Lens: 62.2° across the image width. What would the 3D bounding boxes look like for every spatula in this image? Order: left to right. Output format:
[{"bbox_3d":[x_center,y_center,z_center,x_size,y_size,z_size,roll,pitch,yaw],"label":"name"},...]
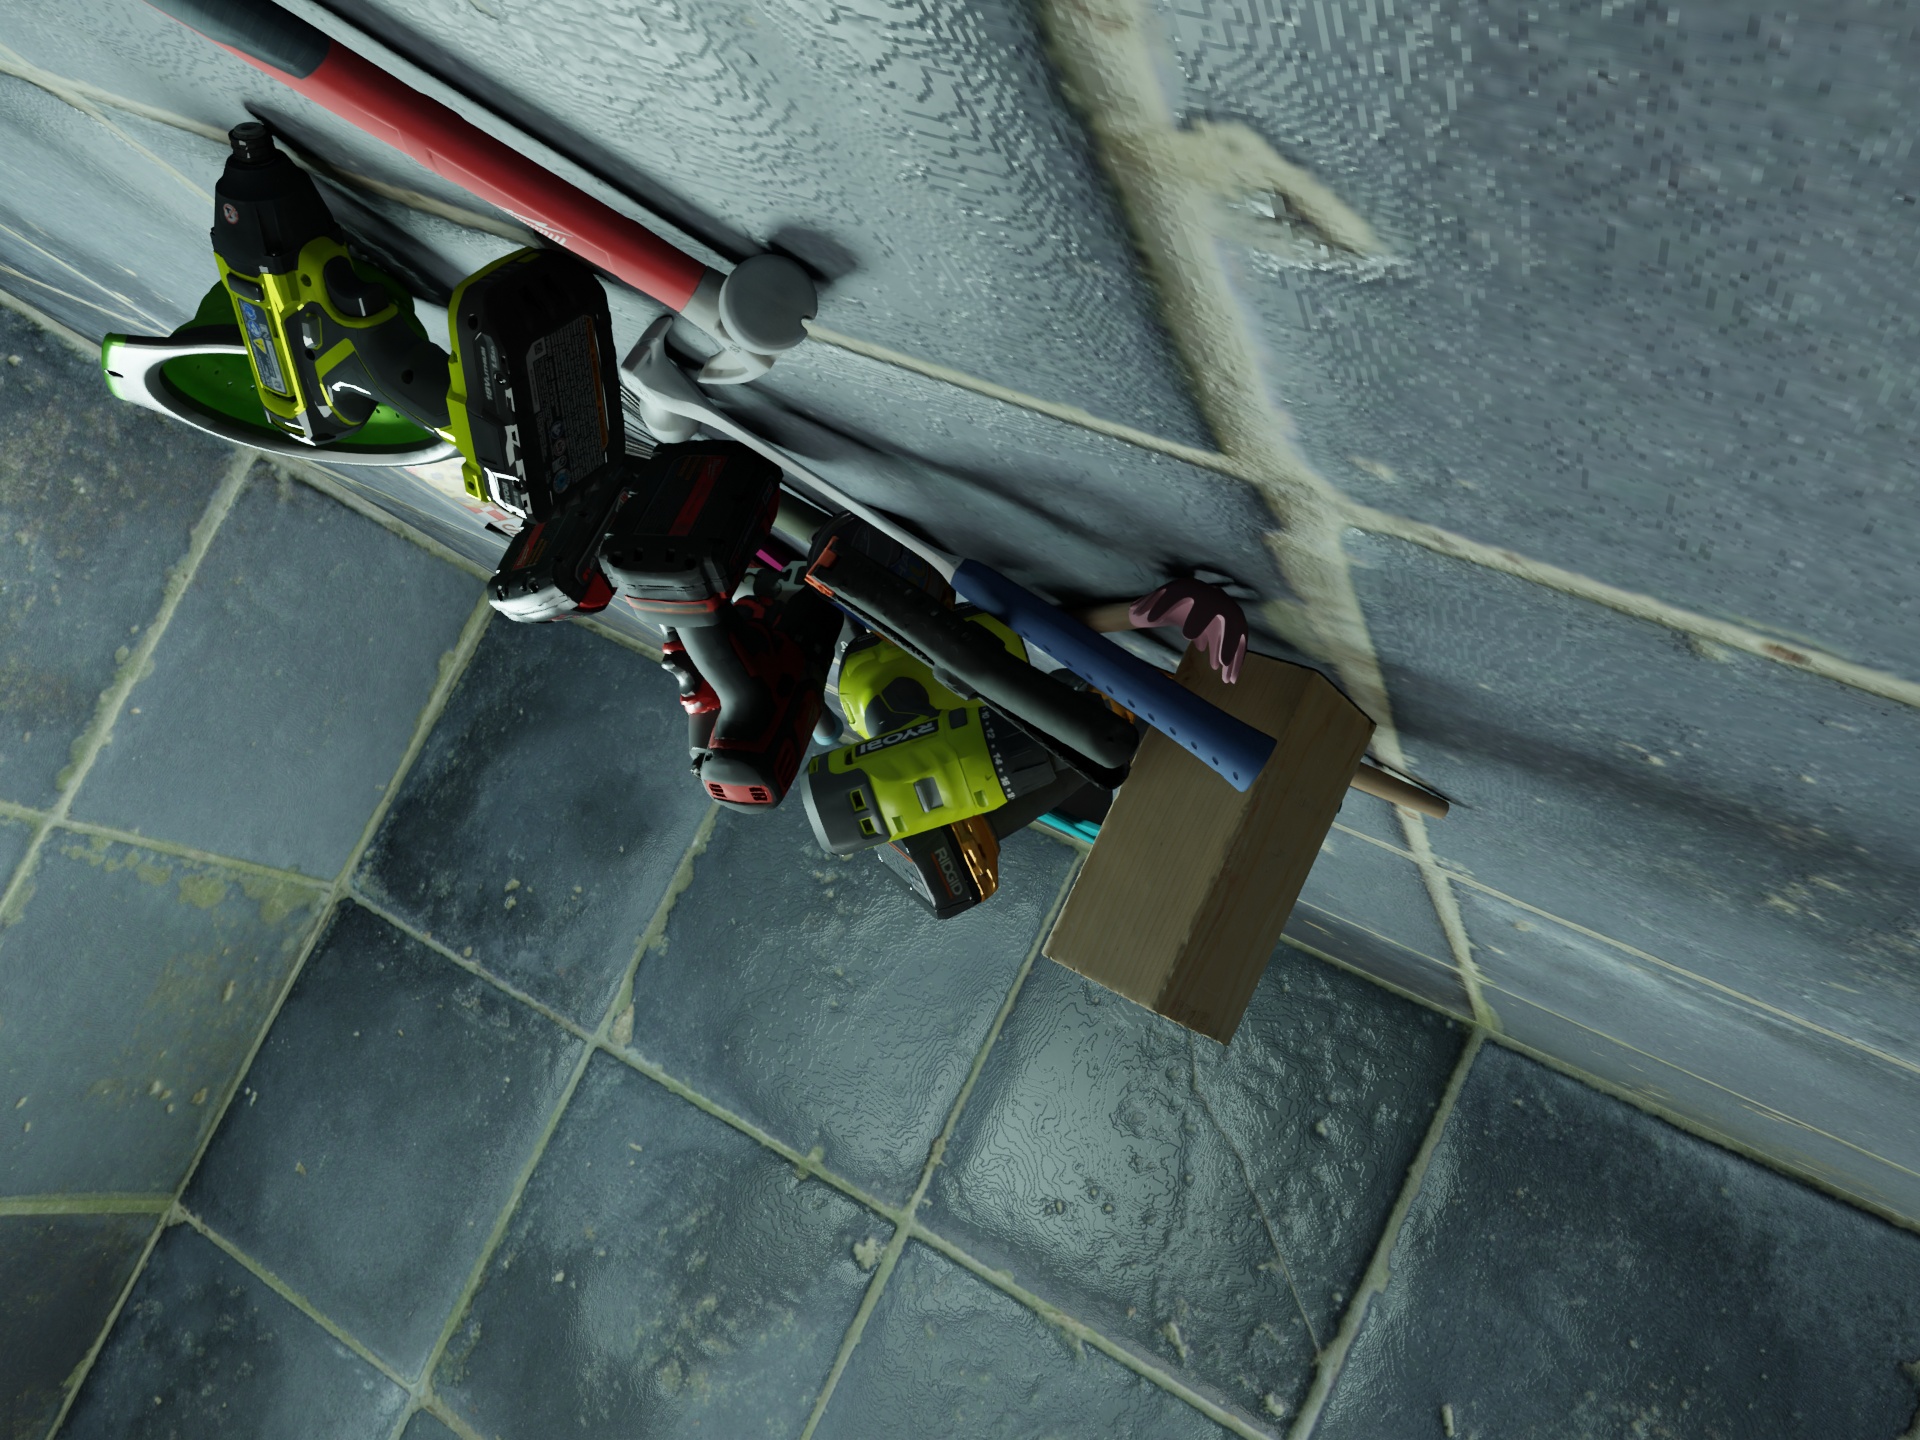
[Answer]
[{"bbox_3d":[0.176,0.002,1.011,0.315,0.018,0.060,22,-175,-12],"label":"spatula"}]

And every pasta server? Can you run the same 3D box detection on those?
[{"bbox_3d":[0.090,-0.054,0.913,0.060,0.040,0.316,34,174,-12],"label":"pasta server"}]

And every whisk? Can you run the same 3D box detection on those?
[{"bbox_3d":[-0.178,-0.171,1.037,0.246,0.057,0.059,26,-151,-32],"label":"whisk"}]

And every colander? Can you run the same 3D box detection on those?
[{"bbox_3d":[-0.339,-0.228,1.053,0.396,0.094,0.204,9,168,-25],"label":"colander"}]

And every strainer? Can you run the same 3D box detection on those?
[{"bbox_3d":[0.108,0.054,1.508,0.210,0.095,0.341,29,174,-42],"label":"strainer"}]

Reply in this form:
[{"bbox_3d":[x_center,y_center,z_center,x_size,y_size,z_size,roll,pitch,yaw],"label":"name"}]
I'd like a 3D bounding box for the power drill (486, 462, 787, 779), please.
[{"bbox_3d":[-0.205,-0.063,1.091,0.078,0.143,0.219,-7,143,41],"label":"power drill"}]

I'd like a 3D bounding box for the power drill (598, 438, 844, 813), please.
[{"bbox_3d":[-0.135,-0.075,1.026,0.080,0.188,0.226,4,139,18],"label":"power drill"}]

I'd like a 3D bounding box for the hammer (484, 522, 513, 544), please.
[{"bbox_3d":[-0.378,-0.204,1.332,0.127,0.034,0.336,35,164,9],"label":"hammer"}]

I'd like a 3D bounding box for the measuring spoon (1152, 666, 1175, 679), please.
[{"bbox_3d":[0.159,-0.017,1.068,0.117,0.011,0.021,24,174,18],"label":"measuring spoon"}]

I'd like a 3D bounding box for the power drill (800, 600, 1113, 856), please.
[{"bbox_3d":[-0.002,-0.003,1.030,0.229,0.190,0.080,-96,-12,-68],"label":"power drill"}]

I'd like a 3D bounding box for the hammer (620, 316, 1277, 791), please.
[{"bbox_3d":[-0.011,-0.086,0.851,0.405,0.035,0.144,33,174,3],"label":"hammer"}]

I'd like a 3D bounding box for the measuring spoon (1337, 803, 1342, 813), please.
[{"bbox_3d":[0.232,0.030,1.181,0.129,0.021,0.042,33,180,36],"label":"measuring spoon"}]

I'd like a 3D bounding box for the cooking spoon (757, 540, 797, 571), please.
[{"bbox_3d":[-0.101,-0.103,1.408,0.069,0.017,0.318,32,180,42],"label":"cooking spoon"}]

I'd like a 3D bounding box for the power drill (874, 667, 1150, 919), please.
[{"bbox_3d":[0.041,0.034,1.116,0.185,0.226,0.084,30,146,63],"label":"power drill"}]

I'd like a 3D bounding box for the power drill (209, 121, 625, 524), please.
[{"bbox_3d":[-0.290,-0.203,0.825,0.223,0.080,0.171,23,136,21],"label":"power drill"}]

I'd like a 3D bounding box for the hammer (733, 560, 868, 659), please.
[{"bbox_3d":[-0.055,-0.013,1.282,0.146,0.035,0.334,1,147,20],"label":"hammer"}]

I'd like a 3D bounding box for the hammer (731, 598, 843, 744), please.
[{"bbox_3d":[-0.168,-0.070,1.358,0.128,0.033,0.330,59,179,34],"label":"hammer"}]

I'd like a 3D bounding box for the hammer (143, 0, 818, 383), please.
[{"bbox_3d":[-0.242,-0.247,0.629,0.386,0.038,0.143,28,176,-19],"label":"hammer"}]
